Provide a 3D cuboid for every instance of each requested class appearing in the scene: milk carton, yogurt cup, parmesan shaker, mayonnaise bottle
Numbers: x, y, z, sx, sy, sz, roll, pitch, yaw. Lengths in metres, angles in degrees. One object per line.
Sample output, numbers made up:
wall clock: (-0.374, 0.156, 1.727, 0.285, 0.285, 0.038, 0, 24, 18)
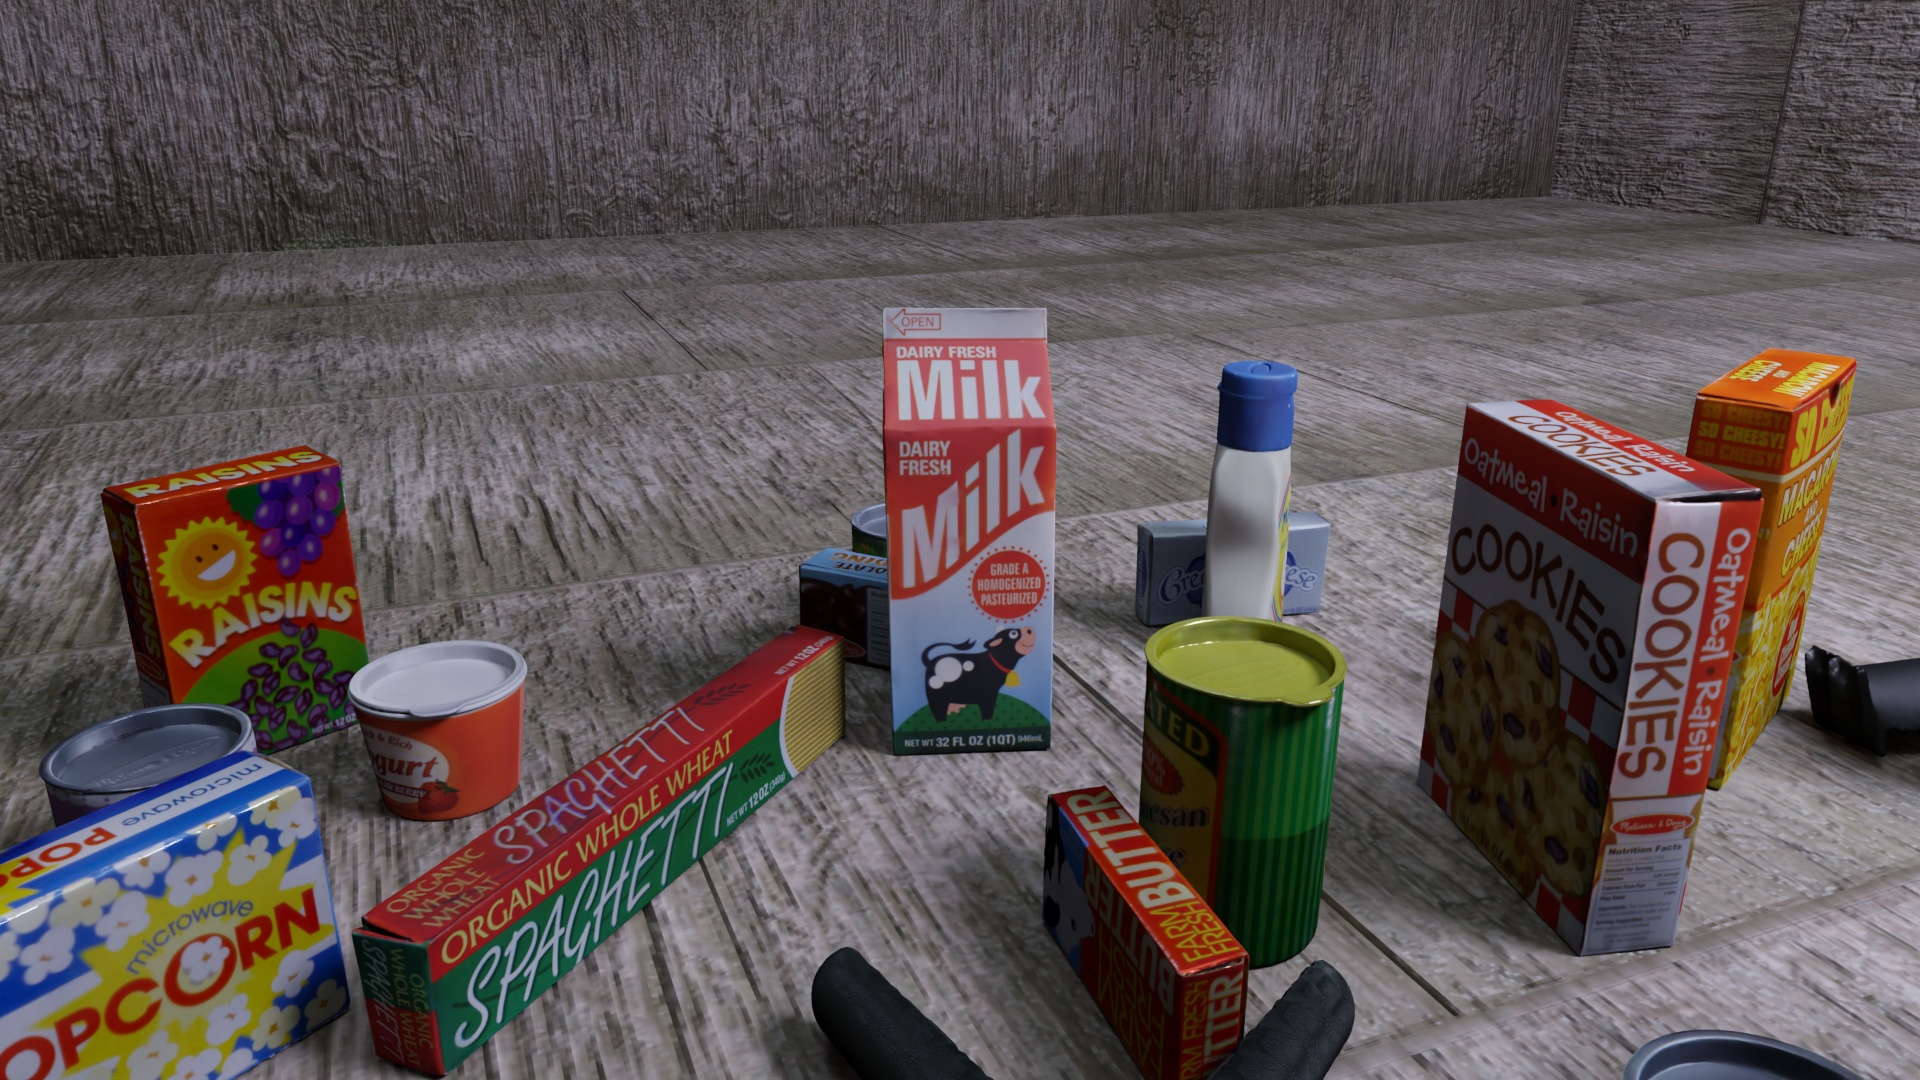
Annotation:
milk carton: (0.002, -0.008, 0.611, 0.072, 0.189, 0.074, -1, 19, -4)
yogurt cup: (-0.211, 0.078, 0.569, 0.072, 0.053, 0.072, 0, 19, 0)
parmesan shaker: (0.095, 0.087, 0.477, 0.071, 0.102, 0.071, 0, 19, 0)
mayonnaise bottle: (0.144, -0.014, 0.693, 0.041, 0.147, 0.065, 6, 20, 16)

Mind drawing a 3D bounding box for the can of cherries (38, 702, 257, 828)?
can of cherries: (-0.286, 0.100, 0.500, 0.071, 0.058, 0.072, 0, 19, 0)

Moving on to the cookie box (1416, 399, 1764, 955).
cookie box: (0.221, 0.043, 0.507, 0.040, 0.166, 0.123, -2, 20, -8)

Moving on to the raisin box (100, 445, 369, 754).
raisin box: (-0.308, 0.029, 0.601, 0.040, 0.123, 0.086, 17, 25, 39)

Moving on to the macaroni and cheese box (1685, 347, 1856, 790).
macaroni and cheese box: (0.346, 0.008, 0.609, 0.040, 0.165, 0.124, 16, 25, 38)

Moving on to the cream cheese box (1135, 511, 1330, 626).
cream cheese box: (0.147, 0.015, 0.753, 0.104, 0.053, 0.024, -4, 20, -11)

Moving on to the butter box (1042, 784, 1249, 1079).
butter box: (0.056, 0.126, 0.441, 0.024, 0.053, 0.104, -6, 21, -17)

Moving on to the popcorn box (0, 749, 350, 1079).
popcorn box: (-0.243, 0.124, 0.392, 0.038, 0.085, 0.127, 12, 23, 30)

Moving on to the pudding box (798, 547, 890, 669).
pudding box: (-0.039, 0.036, 0.697, 0.084, 0.049, 0.030, 9, 21, 22)

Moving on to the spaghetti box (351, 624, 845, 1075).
spaghetti box: (-0.115, 0.100, 0.516, 0.029, 0.050, 0.251, 9, 21, 23)

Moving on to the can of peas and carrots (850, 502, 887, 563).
can of peas and carrots: (-0.023, 0.016, 0.739, 0.071, 0.058, 0.071, 0, 19, 0)

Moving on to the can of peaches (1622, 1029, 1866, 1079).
can of peaches: (0.193, 0.163, 0.332, 0.071, 0.057, 0.071, 0, 19, 0)
